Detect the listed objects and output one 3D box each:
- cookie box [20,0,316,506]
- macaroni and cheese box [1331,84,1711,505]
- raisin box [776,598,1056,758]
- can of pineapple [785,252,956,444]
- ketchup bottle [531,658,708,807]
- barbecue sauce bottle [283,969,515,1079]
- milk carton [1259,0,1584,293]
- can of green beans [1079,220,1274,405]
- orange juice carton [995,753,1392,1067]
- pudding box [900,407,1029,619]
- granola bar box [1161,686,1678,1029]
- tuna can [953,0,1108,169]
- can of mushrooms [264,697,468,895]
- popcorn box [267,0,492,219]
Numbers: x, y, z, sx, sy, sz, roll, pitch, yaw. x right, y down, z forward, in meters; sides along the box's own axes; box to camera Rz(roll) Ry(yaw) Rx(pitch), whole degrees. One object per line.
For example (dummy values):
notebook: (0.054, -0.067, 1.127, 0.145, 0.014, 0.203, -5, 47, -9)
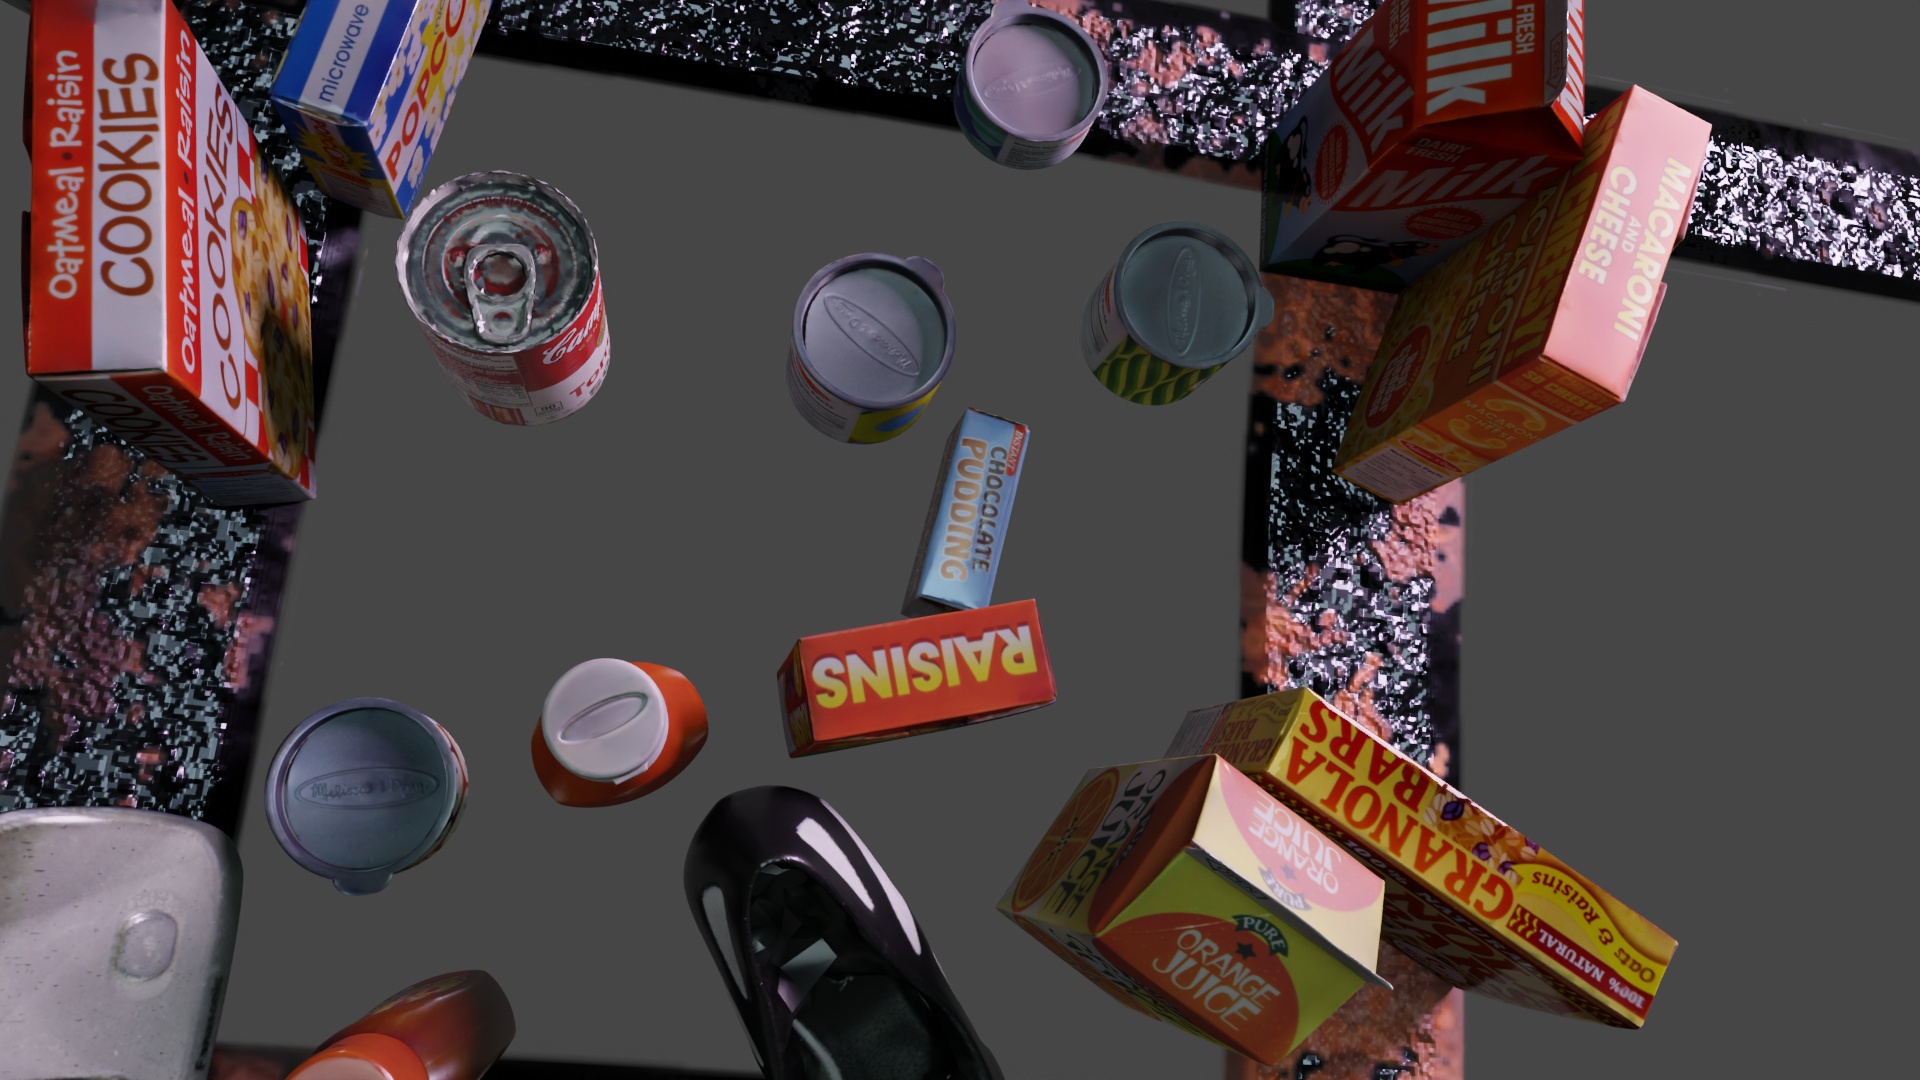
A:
cookie box: (-0.267, -0.090, 0.481, 0.040, 0.167, 0.123, -5, 80, -12)
macaroni and cheese box: (0.228, -0.093, 0.580, 0.040, 0.166, 0.124, 26, 75, -5)
raisin box: (-0.022, 0.055, 0.521, 0.086, 0.123, 0.040, -8, 81, -13)
can of pineapple: (-0.037, -0.079, 0.581, 0.071, 0.057, 0.071, 2, 78, -11)
ketchup bottle: (-0.120, 0.068, 0.486, 0.065, 0.148, 0.043, -25, 85, -15)
barbecue sauce bottle: (-0.185, 0.174, 0.451, 0.065, 0.148, 0.043, -27, 85, -15)
milk carton: (0.195, -0.173, 0.578, 0.073, 0.190, 0.072, 7, 78, -10)
can of green beans: (0.091, -0.098, 0.610, 0.071, 0.057, 0.071, 2, 78, -11)
orange juice carton: (0.080, 0.127, 0.490, 0.072, 0.192, 0.073, 38, 74, -2)
pudding box: (0.002, -0.007, 0.578, 0.030, 0.049, 0.084, 16, 76, -8)
granola bar box: (0.168, 0.124, 0.544, 0.165, 0.124, 0.039, 34, 75, -3)
tuna can: (0.030, -0.208, 0.634, 0.071, 0.032, 0.071, 2, 78, -11)
can of mushrooms: (-0.221, 0.096, 0.520, 0.071, 0.033, 0.071, 2, 78, -11)
popcorn box: (-0.226, -0.204, 0.556, 0.038, 0.085, 0.127, 16, 76, -8)
